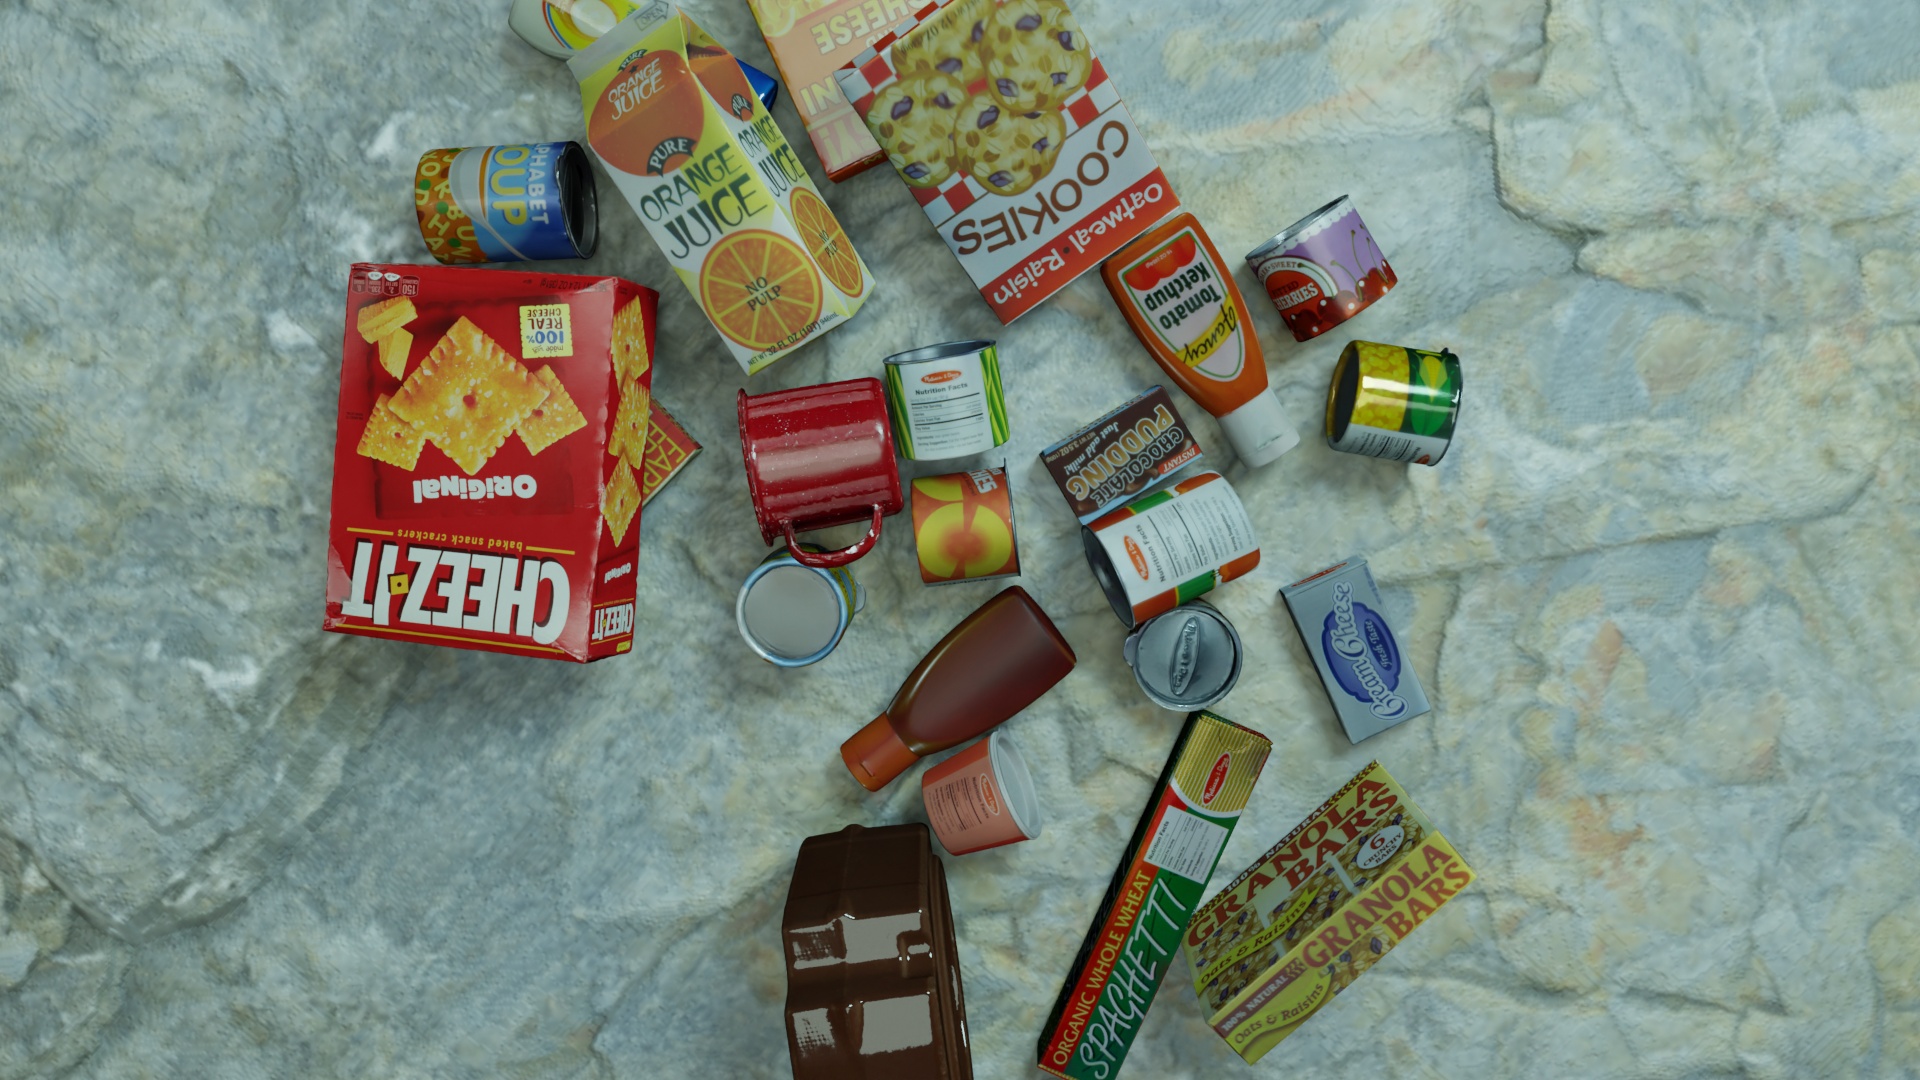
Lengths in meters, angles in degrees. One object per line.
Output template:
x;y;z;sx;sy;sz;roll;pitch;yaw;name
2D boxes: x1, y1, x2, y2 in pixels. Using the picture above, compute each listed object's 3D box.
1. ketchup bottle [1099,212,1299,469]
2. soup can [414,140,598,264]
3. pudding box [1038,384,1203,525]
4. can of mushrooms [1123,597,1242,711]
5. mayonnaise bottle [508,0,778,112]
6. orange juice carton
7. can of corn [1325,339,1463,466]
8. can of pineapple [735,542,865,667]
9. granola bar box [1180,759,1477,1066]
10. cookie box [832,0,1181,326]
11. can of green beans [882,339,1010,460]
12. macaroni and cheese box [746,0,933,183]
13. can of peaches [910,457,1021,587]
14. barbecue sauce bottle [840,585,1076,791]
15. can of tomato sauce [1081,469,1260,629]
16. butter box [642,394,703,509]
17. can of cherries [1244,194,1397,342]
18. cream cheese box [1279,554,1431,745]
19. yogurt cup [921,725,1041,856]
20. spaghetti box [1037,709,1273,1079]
0.144;-0.112;0.807;0.064;0.043;0.148;-32;97;5;ketchup bottle
-0.257;-0.193;0.789;0.084;0.071;0.071;-2;98;2;soup can
0.095;-0.050;0.823;0.083;0.030;0.049;-30;97;5;pudding box
0.132;0.067;0.838;0.071;0.033;0.071;0;99;1;can of mushrooms
-0.177;-0.281;0.790;0.148;0.041;0.064;28;102;-3;mayonnaise bottle
-0.132;-0.195;0.760;0.071;0.073;0.192;-26;109;20;orange juice carton
0.248;-0.082;0.799;0.058;0.071;0.071;9;98;0;can of corn
-0.095;0.037;0.825;0.071;0.058;0.071;0;98;1;can of pineapple
0.208;0.213;0.810;0.165;0.124;0.039;-43;96;6;granola bar box
0.028;-0.220;0.767;0.123;0.040;0.167;-34;118;7;cookie box
-0.007;-0.081;0.801;0.071;0.071;0.057;-9;104;2;can of green beans
-0.054;-0.305;0.785;0.124;0.040;0.166;-24;97;4;macaroni and cheese box
0.003;-0.010;0.813;0.058;0.071;0.071;-8;98;3;can of peaches
-0.005;0.094;0.839;0.148;0.044;0.065;-38;96;6;barbecue sauce bottle
0.122;0.005;0.808;0.083;0.071;0.071;-24;97;-6;can of tomato sauce
-0.208;-0.038;0.834;0.053;0.024;0.103;45;97;-5;butter box
0.203;-0.152;0.788;0.071;0.071;0.058;-32;97;5;can of cherries
0.239;0.066;0.840;0.053;0.024;0.103;-25;97;5;cream cheese box
0.012;0.156;0.838;0.054;0.072;0.072;-23;97;13;yogurt cup
0.117;0.224;0.862;0.050;0.029;0.249;23;98;-2;spaghetti box
